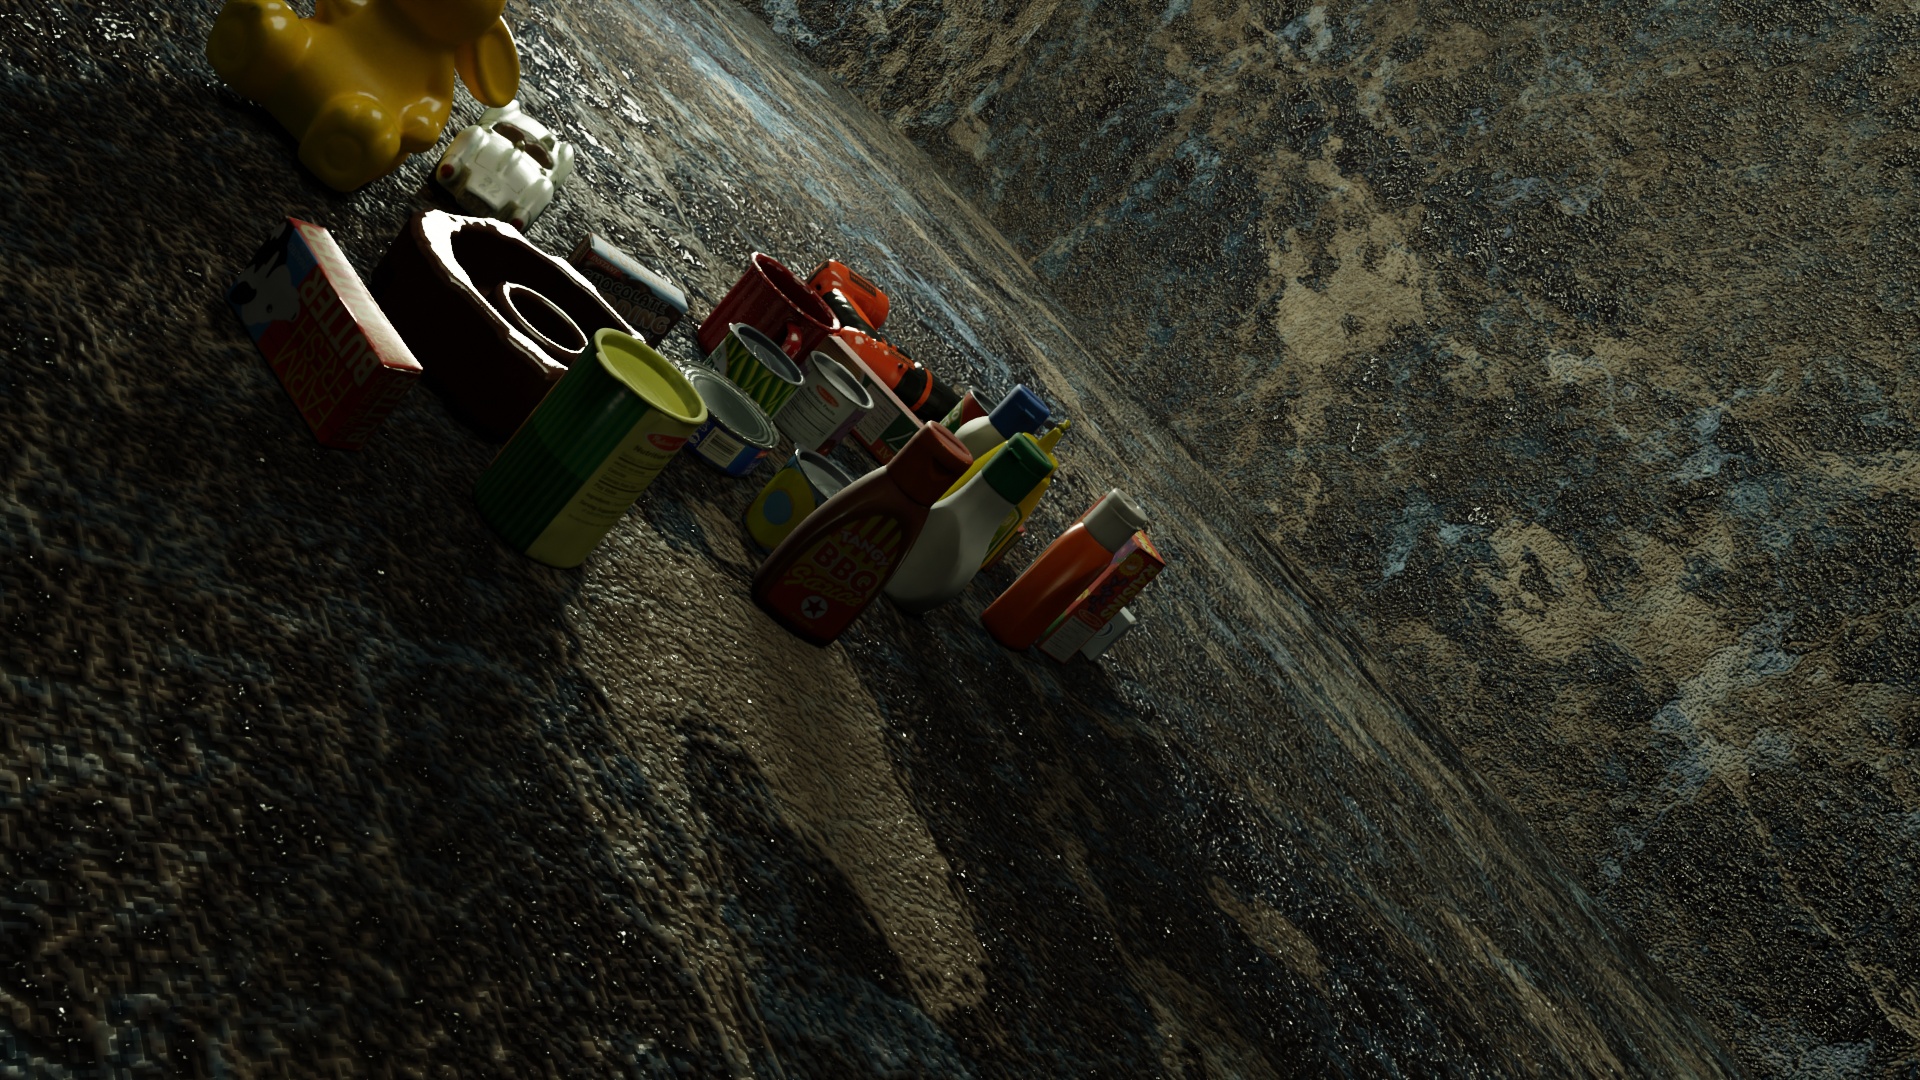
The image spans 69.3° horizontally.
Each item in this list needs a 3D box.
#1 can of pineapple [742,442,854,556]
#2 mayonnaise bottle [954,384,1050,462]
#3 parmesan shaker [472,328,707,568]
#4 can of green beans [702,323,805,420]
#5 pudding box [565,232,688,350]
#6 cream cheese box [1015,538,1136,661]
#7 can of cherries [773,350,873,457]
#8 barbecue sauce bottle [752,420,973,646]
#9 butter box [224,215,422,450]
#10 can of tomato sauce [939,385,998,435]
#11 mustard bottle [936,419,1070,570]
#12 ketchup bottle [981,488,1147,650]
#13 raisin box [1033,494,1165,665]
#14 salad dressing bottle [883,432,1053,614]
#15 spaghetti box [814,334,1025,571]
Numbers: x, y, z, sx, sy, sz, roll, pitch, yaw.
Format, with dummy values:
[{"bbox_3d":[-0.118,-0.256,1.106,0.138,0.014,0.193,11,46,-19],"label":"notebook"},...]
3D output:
[{"bbox_3d":[-0.101,-0.019,0.911,0.071,0.057,0.071,40,15,-13],"label":"can of pineapple"},{"bbox_3d":[0.011,-0.064,1.144,0.064,0.147,0.041,39,15,-18],"label":"mayonnaise bottle"},{"bbox_3d":[-0.184,-0.045,0.681,0.071,0.103,0.071,41,15,-13],"label":"parmesan shaker"},{"bbox_3d":[-0.158,-0.117,1.023,0.071,0.057,0.071,40,15,-13],"label":"can of green beans"},{"bbox_3d":[-0.240,-0.173,0.978,0.083,0.049,0.030,32,19,-38],"label":"pudding box"},{"bbox_3d":[0.104,0.054,1.249,0.104,0.053,0.024,48,15,13],"label":"cream cheese box"},{"bbox_3d":[-0.113,-0.109,1.118,0.071,0.058,0.072,40,15,-13],"label":"can of cherries"},{"bbox_3d":[-0.055,-0.007,0.824,0.065,0.148,0.044,37,16,-24],"label":"barbecue sauce bottle"},{"bbox_3d":[-0.291,-0.094,0.634,0.104,0.053,0.024,50,16,20],"label":"butter box"},{"bbox_3d":[0.006,-0.095,1.336,0.071,0.083,0.071,40,15,-13],"label":"can of tomato sauce"},{"bbox_3d":[0.029,-0.038,1.098,0.065,0.160,0.049,35,17,-31],"label":"mustard bottle"},{"bbox_3d":[0.084,0.023,1.099,0.043,0.148,0.065,49,16,19],"label":"ketchup bottle"},{"bbox_3d":[0.105,0.033,1.176,0.040,0.123,0.086,35,17,-32],"label":"raisin box"},{"bbox_3d":[0.004,-0.012,0.989,0.064,0.147,0.044,51,16,25],"label":"salad dressing bottle"},{"bbox_3d":[-0.044,-0.077,1.225,0.250,0.050,0.029,46,15,8],"label":"spaghetti box"}]
